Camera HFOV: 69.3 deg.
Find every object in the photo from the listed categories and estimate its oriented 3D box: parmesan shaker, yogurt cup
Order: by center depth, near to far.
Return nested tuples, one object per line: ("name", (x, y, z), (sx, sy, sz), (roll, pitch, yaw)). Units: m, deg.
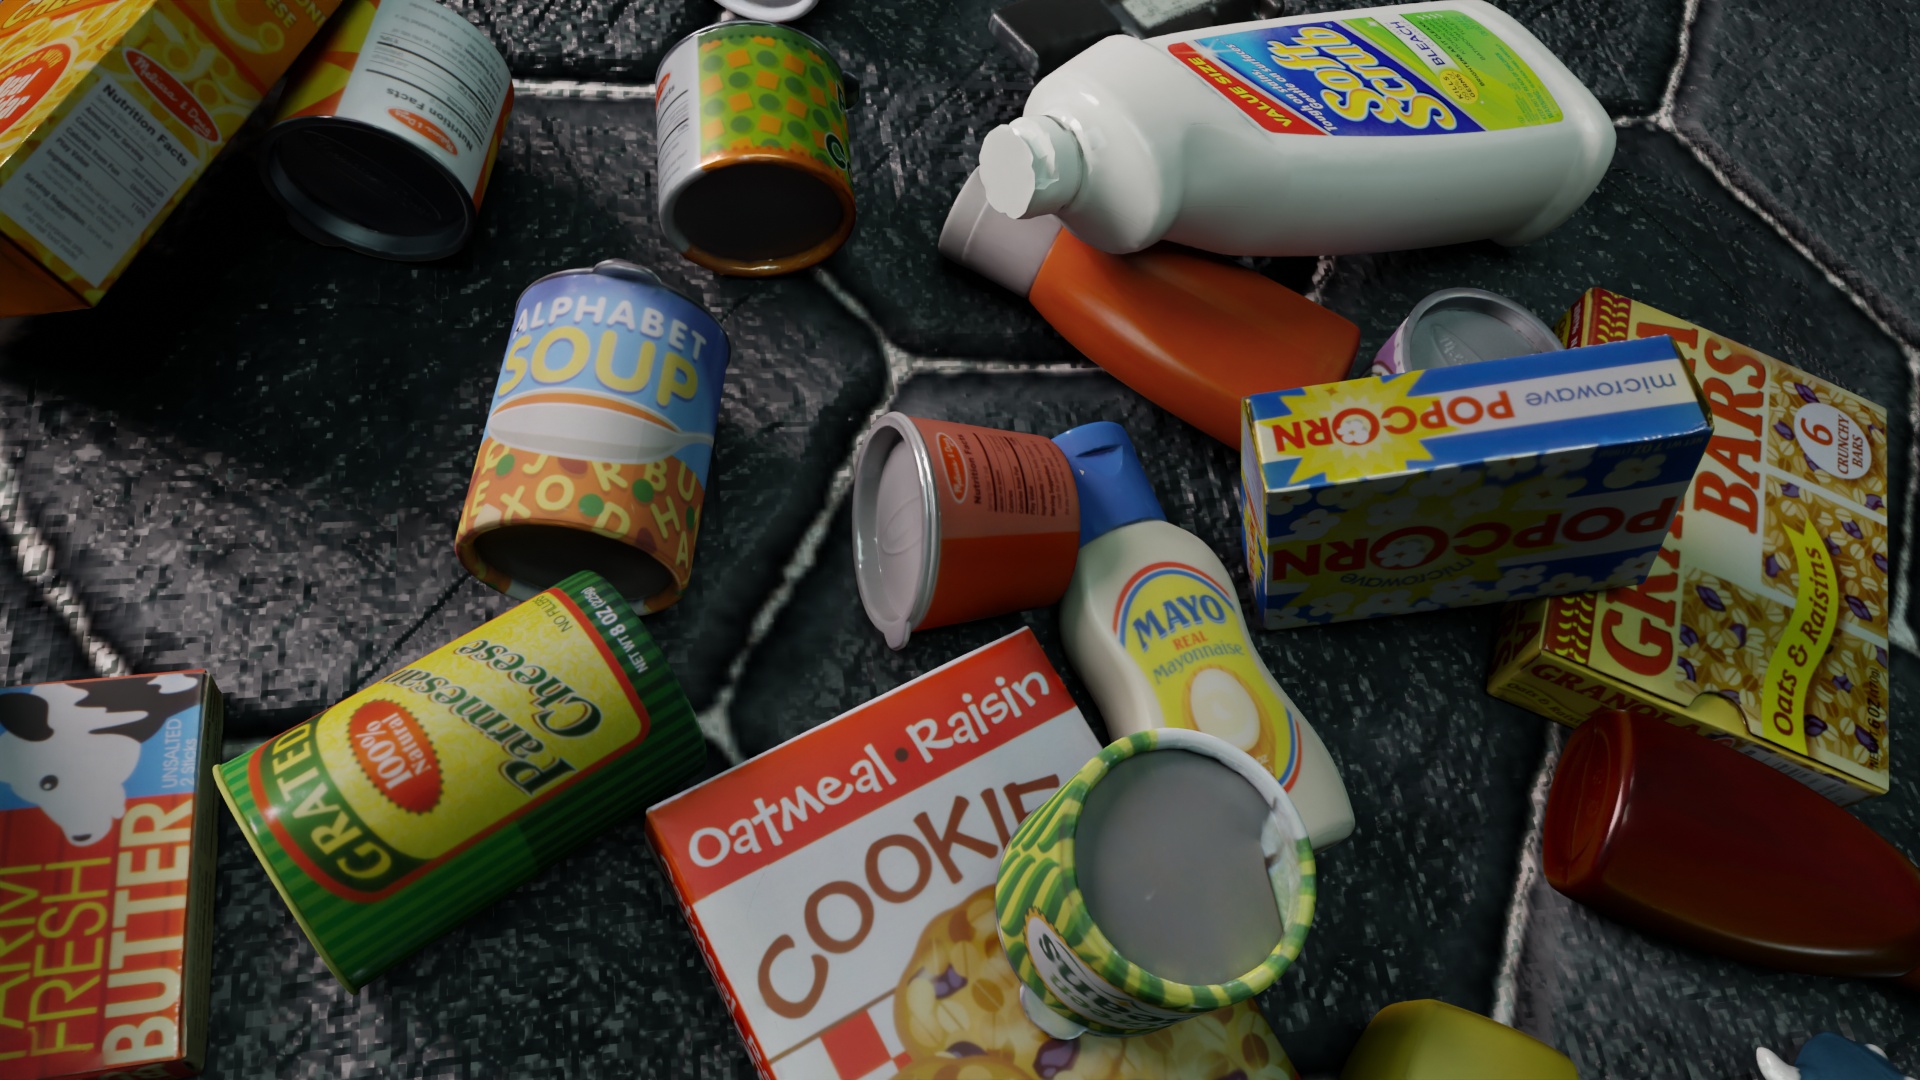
("parmesan shaker", (-0.129, 0.058, 0.365), (0.103, 0.071, 0.071), (-32, 75, -25))
("yogurt cup", (0.002, -0.005, 0.429), (0.054, 0.072, 0.072), (-1, 64, -23))

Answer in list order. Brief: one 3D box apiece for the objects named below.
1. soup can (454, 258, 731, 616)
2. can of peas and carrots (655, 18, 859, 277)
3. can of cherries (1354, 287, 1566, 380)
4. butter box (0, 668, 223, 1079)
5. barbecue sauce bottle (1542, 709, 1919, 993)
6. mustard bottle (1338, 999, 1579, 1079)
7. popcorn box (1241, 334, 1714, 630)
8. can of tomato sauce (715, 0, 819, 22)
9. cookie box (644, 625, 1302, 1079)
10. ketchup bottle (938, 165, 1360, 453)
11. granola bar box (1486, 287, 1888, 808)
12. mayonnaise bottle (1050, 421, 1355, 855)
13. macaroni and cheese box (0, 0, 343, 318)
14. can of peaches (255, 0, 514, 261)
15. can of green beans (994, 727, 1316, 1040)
("soup can", (-0.107, -0.029, 0.410), (0.071, 0.071, 0.084), (9, 62, -9))
("can of peas and carrots", (-0.068, -0.132, 0.475), (0.071, 0.070, 0.059), (-1, 65, -13))
("can of cherries", (0.170, -0.045, 0.491), (0.071, 0.058, 0.072), (5, 64, -11))
("butter box", (-0.220, 0.086, 0.353), (0.053, 0.024, 0.104), (-4, 65, -15))
("barbecue sauce bottle", (0.265, 0.108, 0.443), (0.148, 0.043, 0.065), (22, 68, -2))
("mustard bottle", (0.120, 0.205, 0.357), (0.065, 0.048, 0.161), (22, 61, 0))
("popcorn box", (0.154, -0.015, 0.432), (0.127, 0.085, 0.038), (-8, 57, 7))
("can of tomato sauce", (-0.065, -0.252, 0.536), (0.071, 0.071, 0.083), (24, 62, 0))
("cookie box", (0.005, 0.122, 0.378), (0.123, 0.040, 0.168), (-24, 72, -23))
("ketchup bottle", (0.065, -0.085, 0.494), (0.149, 0.043, 0.065), (29, 55, 3))
("granola bar box", (0.266, 0.000, 0.501), (0.124, 0.039, 0.166), (22, 61, -1))
("mayonnaise bottle", (0.063, 0.034, 0.435), (0.065, 0.041, 0.148), (-15, 69, -18))
("macaroni and cheese box", (-0.257, -0.138, 0.415), (0.123, 0.040, 0.167), (1, 55, 30))
("can of peaches", (-0.186, -0.133, 0.450), (0.071, 0.071, 0.058), (10, 62, -8))
("can of green beans", (0.047, 0.087, 0.349), (0.071, 0.057, 0.071), (6, 63, -12))
